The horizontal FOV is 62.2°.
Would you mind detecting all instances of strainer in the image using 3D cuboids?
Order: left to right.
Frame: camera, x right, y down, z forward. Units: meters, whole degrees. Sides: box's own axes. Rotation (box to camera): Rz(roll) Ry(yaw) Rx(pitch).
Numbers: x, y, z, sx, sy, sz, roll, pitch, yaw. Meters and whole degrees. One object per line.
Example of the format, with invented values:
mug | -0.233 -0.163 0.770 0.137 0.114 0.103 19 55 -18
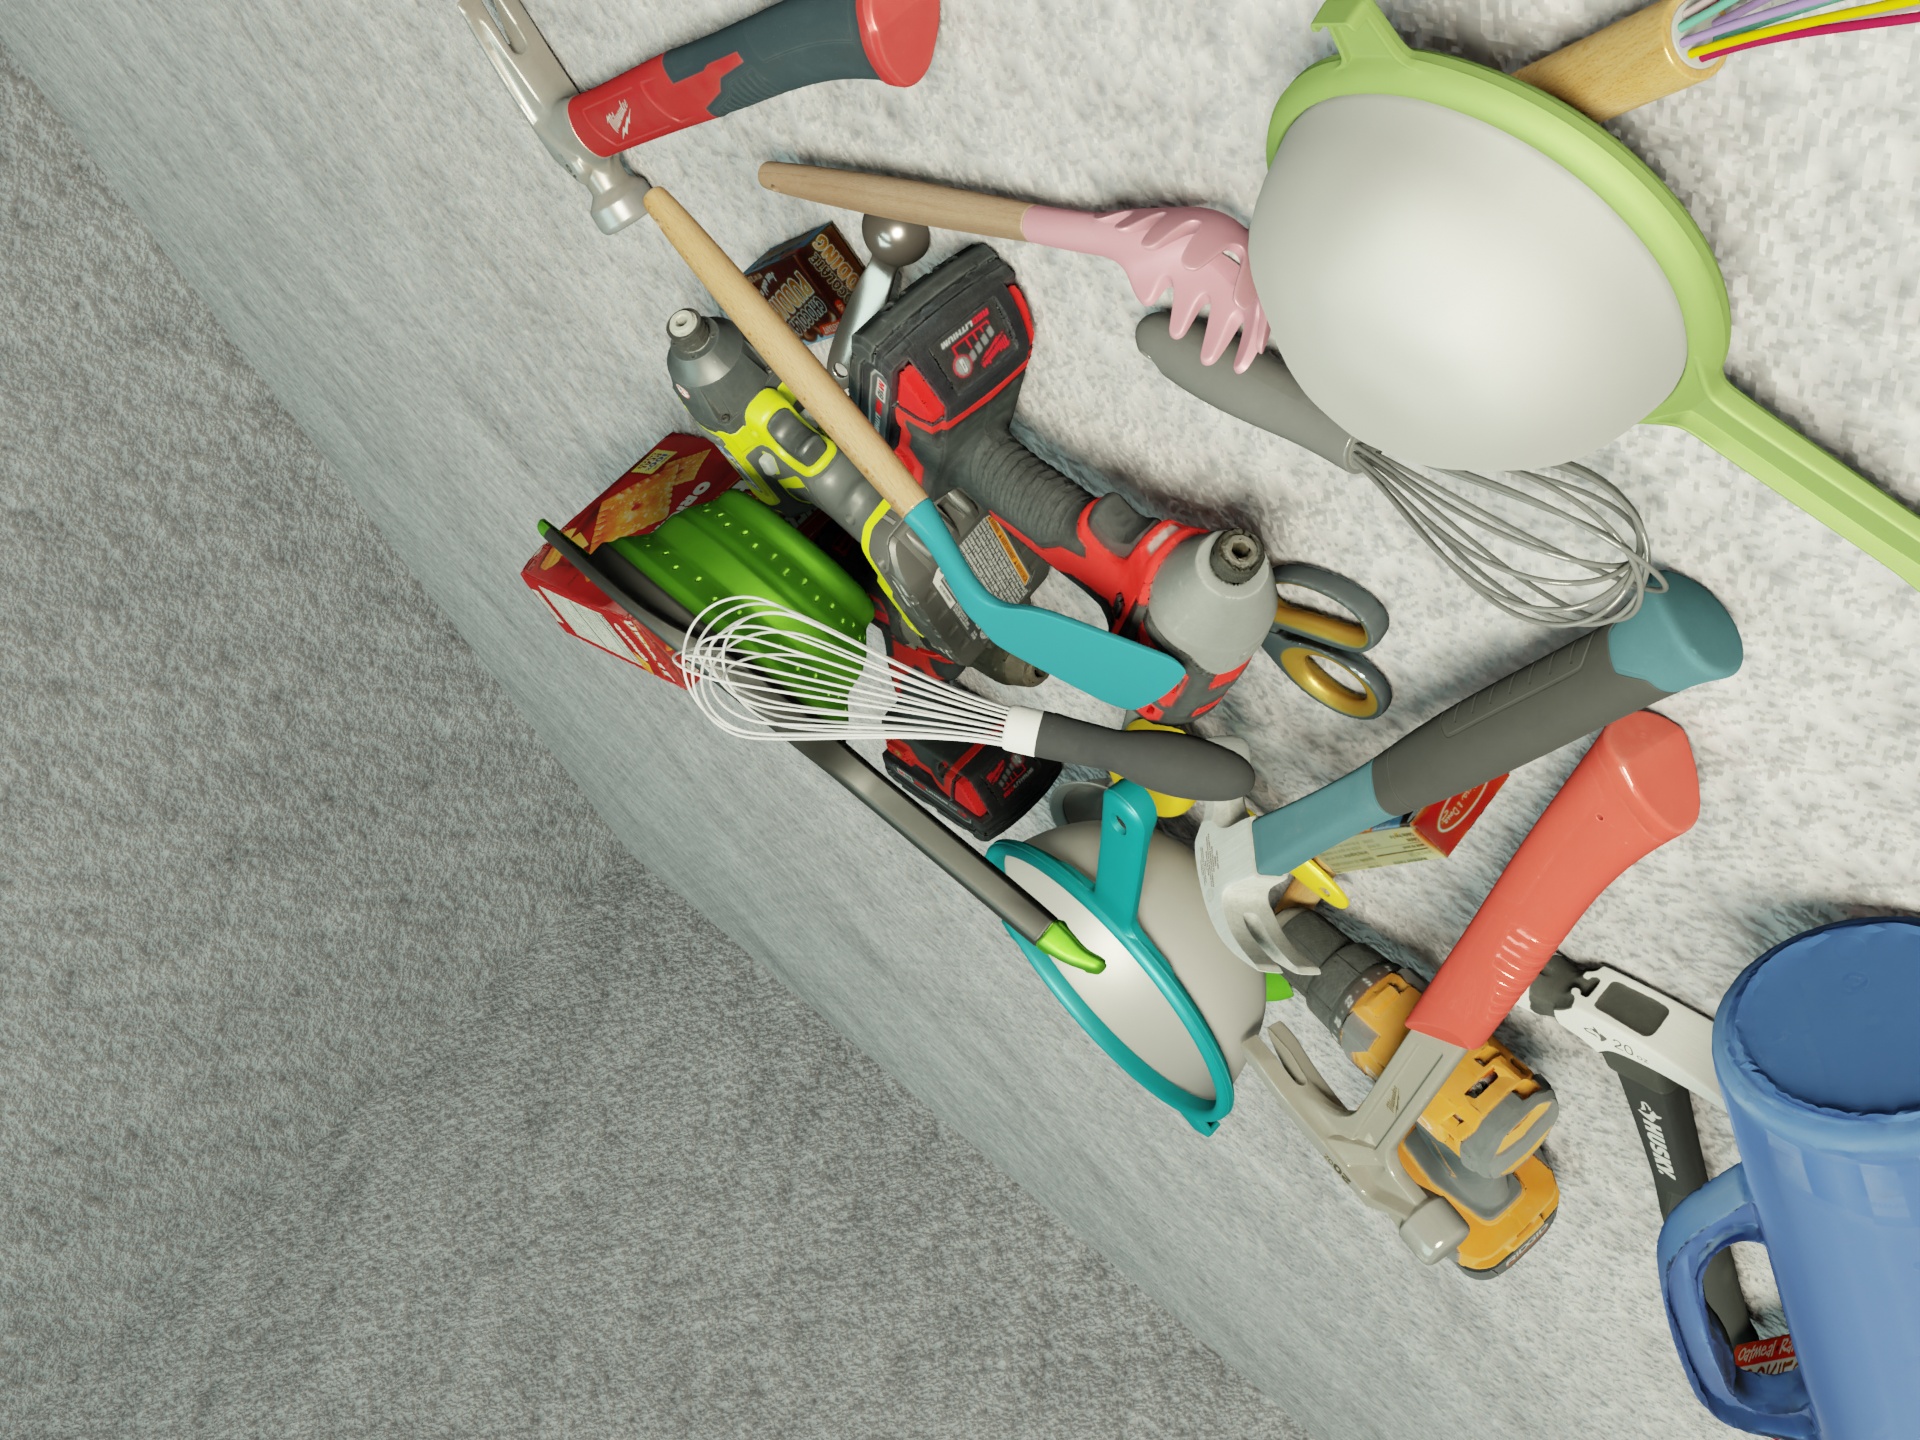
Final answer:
strainer | 0.103 0.029 0.970 0.087 0.050 0.258 27 152 12
strainer | 0.114 0.100 0.910 0.211 0.095 0.340 45 160 24
strainer | 0.178 -0.084 0.457 0.256 0.069 0.151 38 175 9

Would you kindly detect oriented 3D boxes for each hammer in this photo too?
hammer | -0.131 -0.313 0.744 0.387 0.038 0.143 18 146 56
hammer | 0.186 0.021 0.660 0.033 0.128 0.331 6 158 -19
hammer | 0.228 0.116 0.726 0.149 0.036 0.358 51 150 29
hammer | 0.382 0.248 0.828 0.146 0.035 0.334 26 154 49

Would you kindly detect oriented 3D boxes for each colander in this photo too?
colander | -0.054 -0.014 0.891 0.397 0.094 0.204 39 177 11

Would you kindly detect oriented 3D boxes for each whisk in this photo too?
whisk | -0.001 -0.002 0.754 0.284 0.070 0.070 13 155 9
whisk | 0.147 -0.100 0.573 0.239 0.055 0.055 40 163 38
whisk | 0.186 -0.166 0.360 0.245 0.051 0.047 -172 75 -69

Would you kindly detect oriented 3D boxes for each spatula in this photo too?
spatula | -0.028 -0.119 0.703 0.317 0.044 0.082 50 164 2

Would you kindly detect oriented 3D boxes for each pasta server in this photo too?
pasta server | 0.007 -0.203 0.657 0.316 0.040 0.060 27 165 42

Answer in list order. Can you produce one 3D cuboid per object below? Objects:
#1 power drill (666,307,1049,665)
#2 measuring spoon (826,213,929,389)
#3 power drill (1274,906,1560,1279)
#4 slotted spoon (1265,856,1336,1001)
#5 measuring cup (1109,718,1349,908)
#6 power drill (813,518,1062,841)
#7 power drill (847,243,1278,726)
power drill | -0.067 -0.137 0.890 0.223 0.080 0.171 38 174 28
measuring spoon | -0.047 -0.200 0.770 0.034 0.018 0.124 35 142 2
power drill | 0.260 0.213 0.924 0.186 0.084 0.226 42 167 40
slotted spoon | 0.199 0.120 0.975 0.070 0.031 0.313 36 159 14
measuring cup | 0.146 0.060 0.882 0.156 0.029 0.062 40 152 11
power drill | 0.001 -0.021 1.034 0.188 0.080 0.226 32 155 35
power drill | 0.050 -0.101 0.717 0.220 0.078 0.143 45 163 10
